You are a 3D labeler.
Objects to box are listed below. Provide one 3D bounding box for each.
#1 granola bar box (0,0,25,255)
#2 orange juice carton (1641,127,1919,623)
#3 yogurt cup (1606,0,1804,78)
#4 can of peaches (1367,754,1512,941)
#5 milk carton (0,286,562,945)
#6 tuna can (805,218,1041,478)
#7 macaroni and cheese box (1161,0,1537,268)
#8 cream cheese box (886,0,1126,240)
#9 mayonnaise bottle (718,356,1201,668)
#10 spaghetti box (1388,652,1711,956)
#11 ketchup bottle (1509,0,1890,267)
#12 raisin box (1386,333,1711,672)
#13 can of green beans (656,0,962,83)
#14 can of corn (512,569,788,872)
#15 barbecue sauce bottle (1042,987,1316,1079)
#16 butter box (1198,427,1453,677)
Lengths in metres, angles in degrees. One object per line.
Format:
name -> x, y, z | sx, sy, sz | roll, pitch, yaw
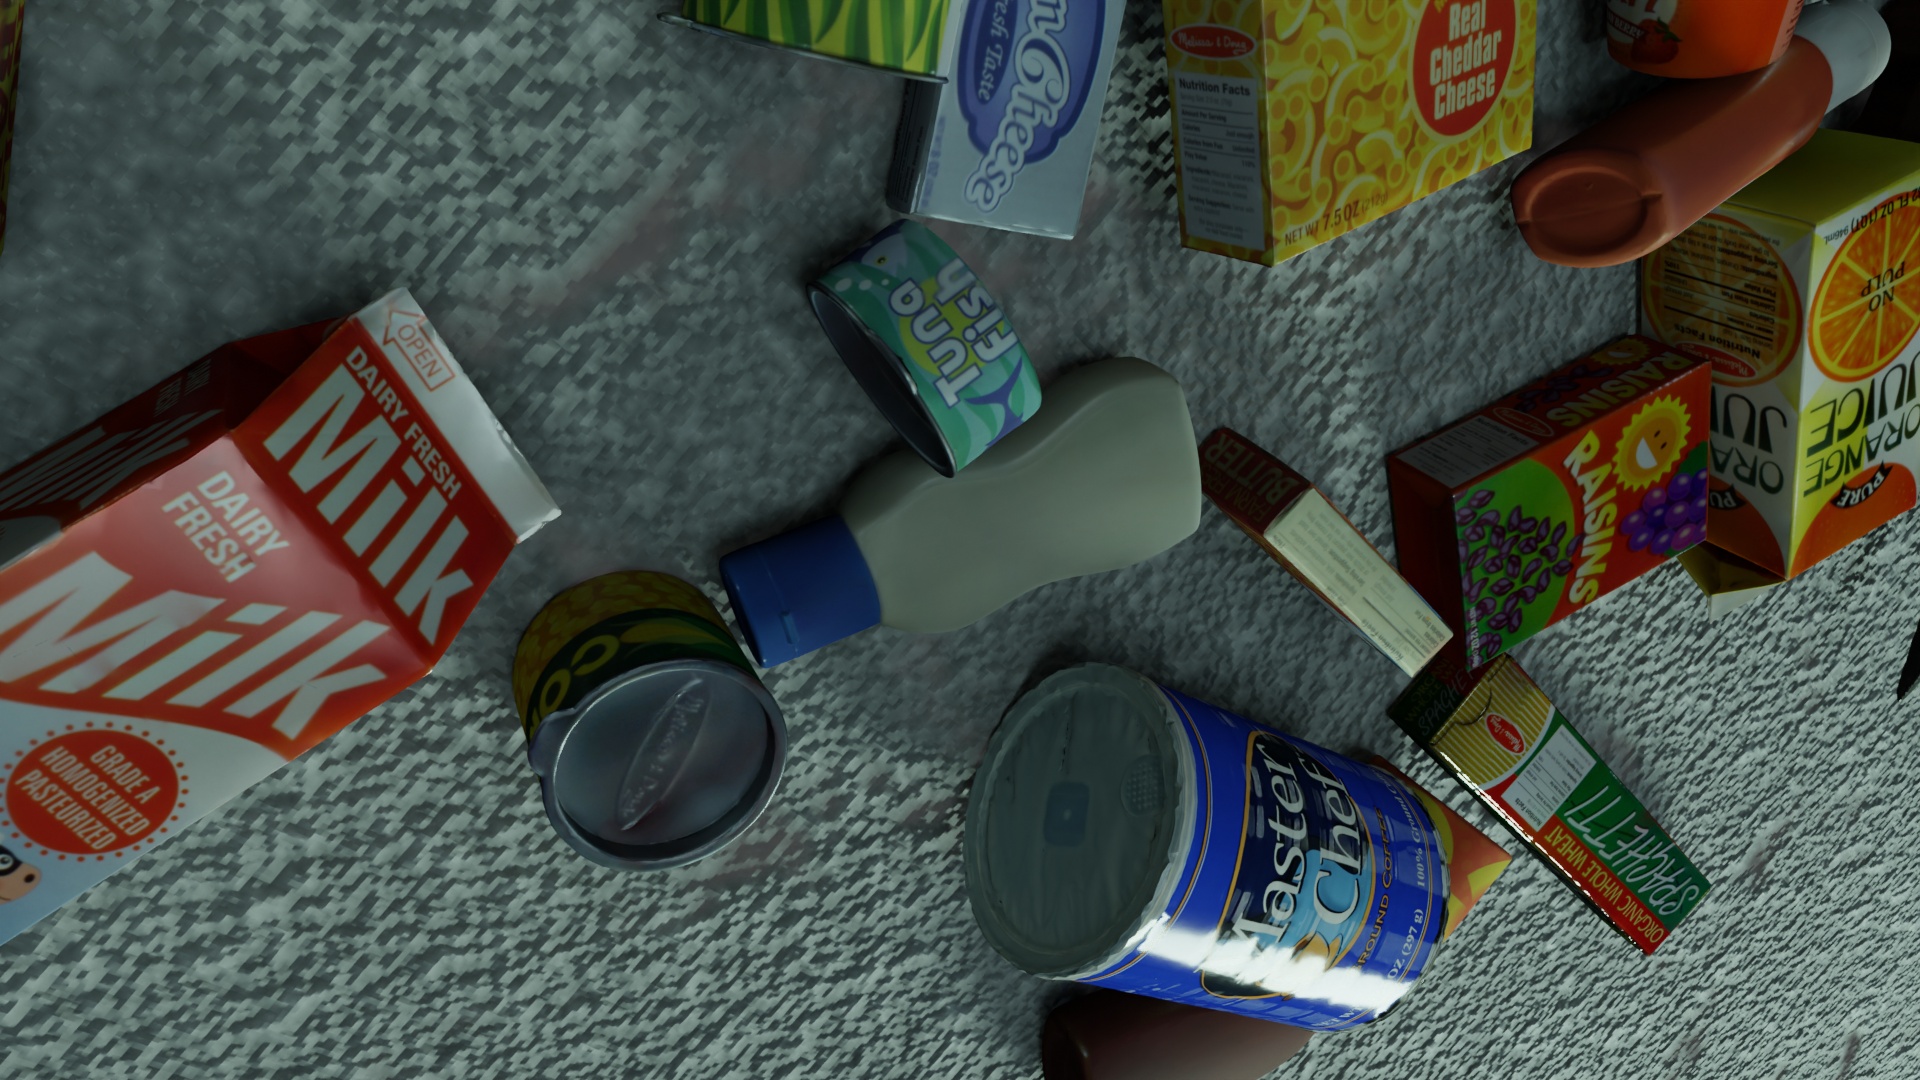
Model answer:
granola bar box -> -0.235, -0.138, 0.242 | 0.124, 0.039, 0.165 | 8, 109, -29
orange juice carton -> 0.322, -0.056, 0.545 | 0.072, 0.073, 0.191 | -26, 123, -14
yogurt cup -> 0.242, -0.186, 0.450 | 0.072, 0.072, 0.053 | -24, 130, -15
can of peaches -> 0.177, 0.128, 0.561 | 0.071, 0.071, 0.058 | 36, 93, -35
milk carton -> -0.192, 0.019, 0.318 | 0.191, 0.073, 0.072 | -33, 124, -10
tuna can -> -0.010, -0.053, 0.379 | 0.033, 0.071, 0.071 | -38, 124, -8
macaroni and cheese box -> 0.112, -0.176, 0.387 | 0.124, 0.040, 0.165 | -28, 124, -28
cream cheese box -> 0.015, -0.137, 0.379 | 0.053, 0.024, 0.103 | 1, 113, -28
mayonnaise bottle -> 0.002, -0.005, 0.426 | 0.148, 0.041, 0.064 | -22, 120, -15
spaghetti box -> 0.275, 0.122, 0.632 | 0.050, 0.029, 0.249 | -50, 125, 2
ketchup bottle -> 0.263, -0.145, 0.482 | 0.149, 0.064, 0.043 | -32, 105, -20
raisin box -> 0.229, -0.016, 0.538 | 0.124, 0.040, 0.085 | -26, 121, -13
can of green beans -> -0.029, -0.144, 0.328 | 0.071, 0.071, 0.057 | 2, 112, -28
can of corn -> -0.091, 0.048, 0.392 | 0.071, 0.058, 0.070 | -11, 118, -22
barbecue sauce bottle -> 0.108, 0.199, 0.575 | 0.149, 0.044, 0.064 | -13, 119, -22
butter box -> 0.126, 0.004, 0.486 | 0.103, 0.053, 0.024 | 38, 96, -34
